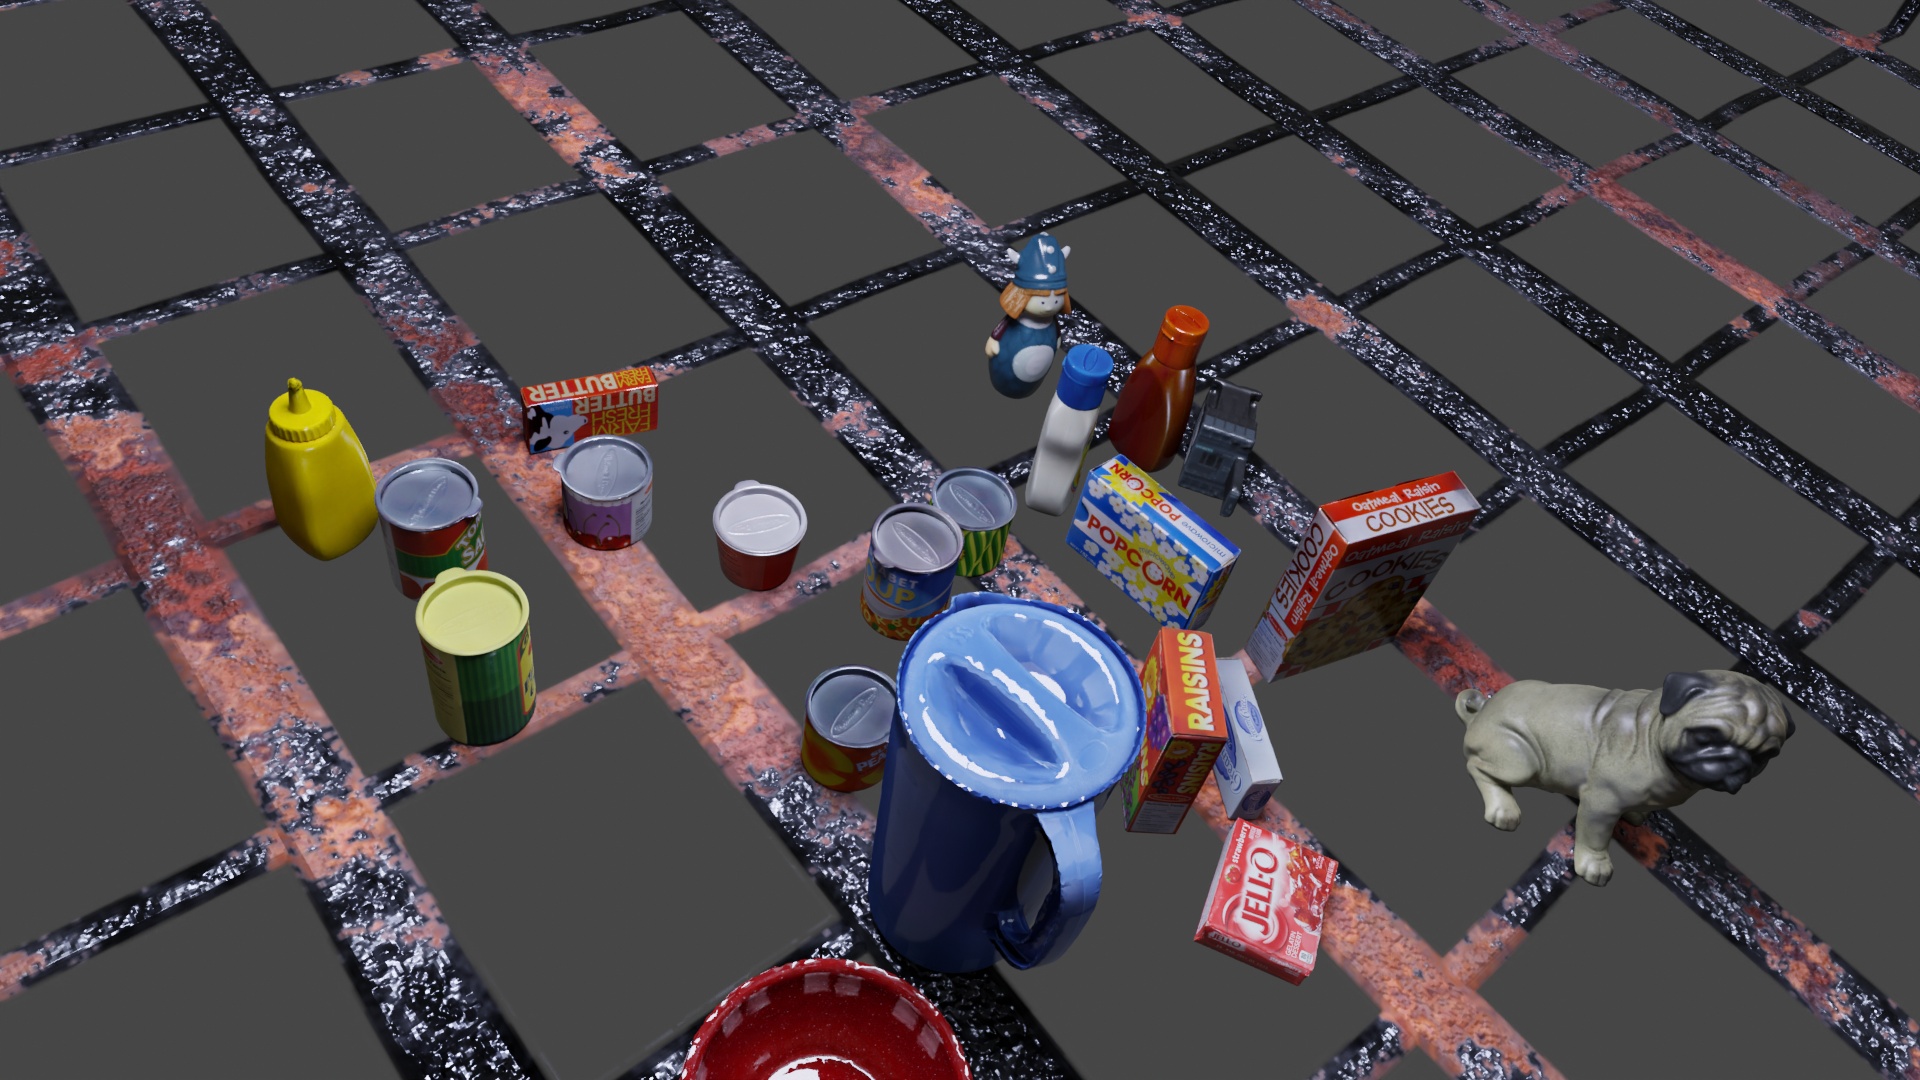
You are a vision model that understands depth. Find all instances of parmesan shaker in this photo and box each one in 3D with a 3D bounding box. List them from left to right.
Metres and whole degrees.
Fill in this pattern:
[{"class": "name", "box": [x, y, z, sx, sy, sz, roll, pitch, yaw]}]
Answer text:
[{"class": "parmesan shaker", "box": [-0.311, 0.075, 0.895, 0.071, 0.102, 0.072, 6, 48, -7]}]

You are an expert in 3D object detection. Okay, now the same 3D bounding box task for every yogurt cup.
[{"class": "yogurt cup", "box": [-0.150, 0.000, 1.030, 0.072, 0.053, 0.073, 6, 48, -7]}]

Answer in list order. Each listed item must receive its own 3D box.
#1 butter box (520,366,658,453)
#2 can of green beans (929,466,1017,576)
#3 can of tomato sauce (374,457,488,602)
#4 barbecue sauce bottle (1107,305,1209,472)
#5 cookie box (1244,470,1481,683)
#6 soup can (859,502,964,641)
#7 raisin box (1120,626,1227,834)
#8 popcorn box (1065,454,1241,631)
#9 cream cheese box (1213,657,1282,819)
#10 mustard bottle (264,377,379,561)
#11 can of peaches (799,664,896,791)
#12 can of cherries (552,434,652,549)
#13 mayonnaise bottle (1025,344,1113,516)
[{"class": "butter box", "box": [-0.290, -0.103, 1.090, 0.104, 0.052, 0.024, -14, 54, -23]}, {"class": "can of green beans", "box": [0.006, -0.014, 1.075, 0.071, 0.057, 0.071, 6, 48, -7]}, {"class": "can of tomato sauce", "box": [-0.365, -0.005, 0.967, 0.071, 0.082, 0.071, 6, 48, -7]}, {"class": "barbecue sauce bottle", "box": [0.167, -0.127, 1.150, 0.044, 0.147, 0.065, -25, 59, -30]}, {"class": "cookie box", "box": [0.294, 0.028, 1.029, 0.123, 0.166, 0.040, -14, 54, -23]}, {"class": "soup can", "box": [-0.039, 0.025, 1.013, 0.071, 0.083, 0.072, 6, 48, -7]}, {"class": "raisin box", "box": [0.139, 0.129, 0.934, 0.040, 0.122, 0.086, 7, 48, -7]}, {"class": "popcorn box", "box": [0.147, 0.005, 1.072, 0.038, 0.084, 0.127, -32, 62, -33]}, {"class": "cream cheese box", "box": [0.195, 0.140, 0.985, 0.024, 0.053, 0.104, 0, 49, -13]}, {"class": "mustard bottle", "box": [-0.438, -0.055, 0.943, 0.049, 0.159, 0.065, 31, 50, 15]}, {"class": "can of peaches", "box": [-0.072, 0.128, 0.932, 0.071, 0.057, 0.071, 6, 48, -7]}, {"class": "can of cherries", "box": [-0.265, -0.036, 1.033, 0.071, 0.058, 0.072, 6, 48, -7]}, {"class": "mayonnaise bottle", "box": [0.086, -0.088, 1.098, 0.041, 0.147, 0.065, 19, 48, 4]}]
